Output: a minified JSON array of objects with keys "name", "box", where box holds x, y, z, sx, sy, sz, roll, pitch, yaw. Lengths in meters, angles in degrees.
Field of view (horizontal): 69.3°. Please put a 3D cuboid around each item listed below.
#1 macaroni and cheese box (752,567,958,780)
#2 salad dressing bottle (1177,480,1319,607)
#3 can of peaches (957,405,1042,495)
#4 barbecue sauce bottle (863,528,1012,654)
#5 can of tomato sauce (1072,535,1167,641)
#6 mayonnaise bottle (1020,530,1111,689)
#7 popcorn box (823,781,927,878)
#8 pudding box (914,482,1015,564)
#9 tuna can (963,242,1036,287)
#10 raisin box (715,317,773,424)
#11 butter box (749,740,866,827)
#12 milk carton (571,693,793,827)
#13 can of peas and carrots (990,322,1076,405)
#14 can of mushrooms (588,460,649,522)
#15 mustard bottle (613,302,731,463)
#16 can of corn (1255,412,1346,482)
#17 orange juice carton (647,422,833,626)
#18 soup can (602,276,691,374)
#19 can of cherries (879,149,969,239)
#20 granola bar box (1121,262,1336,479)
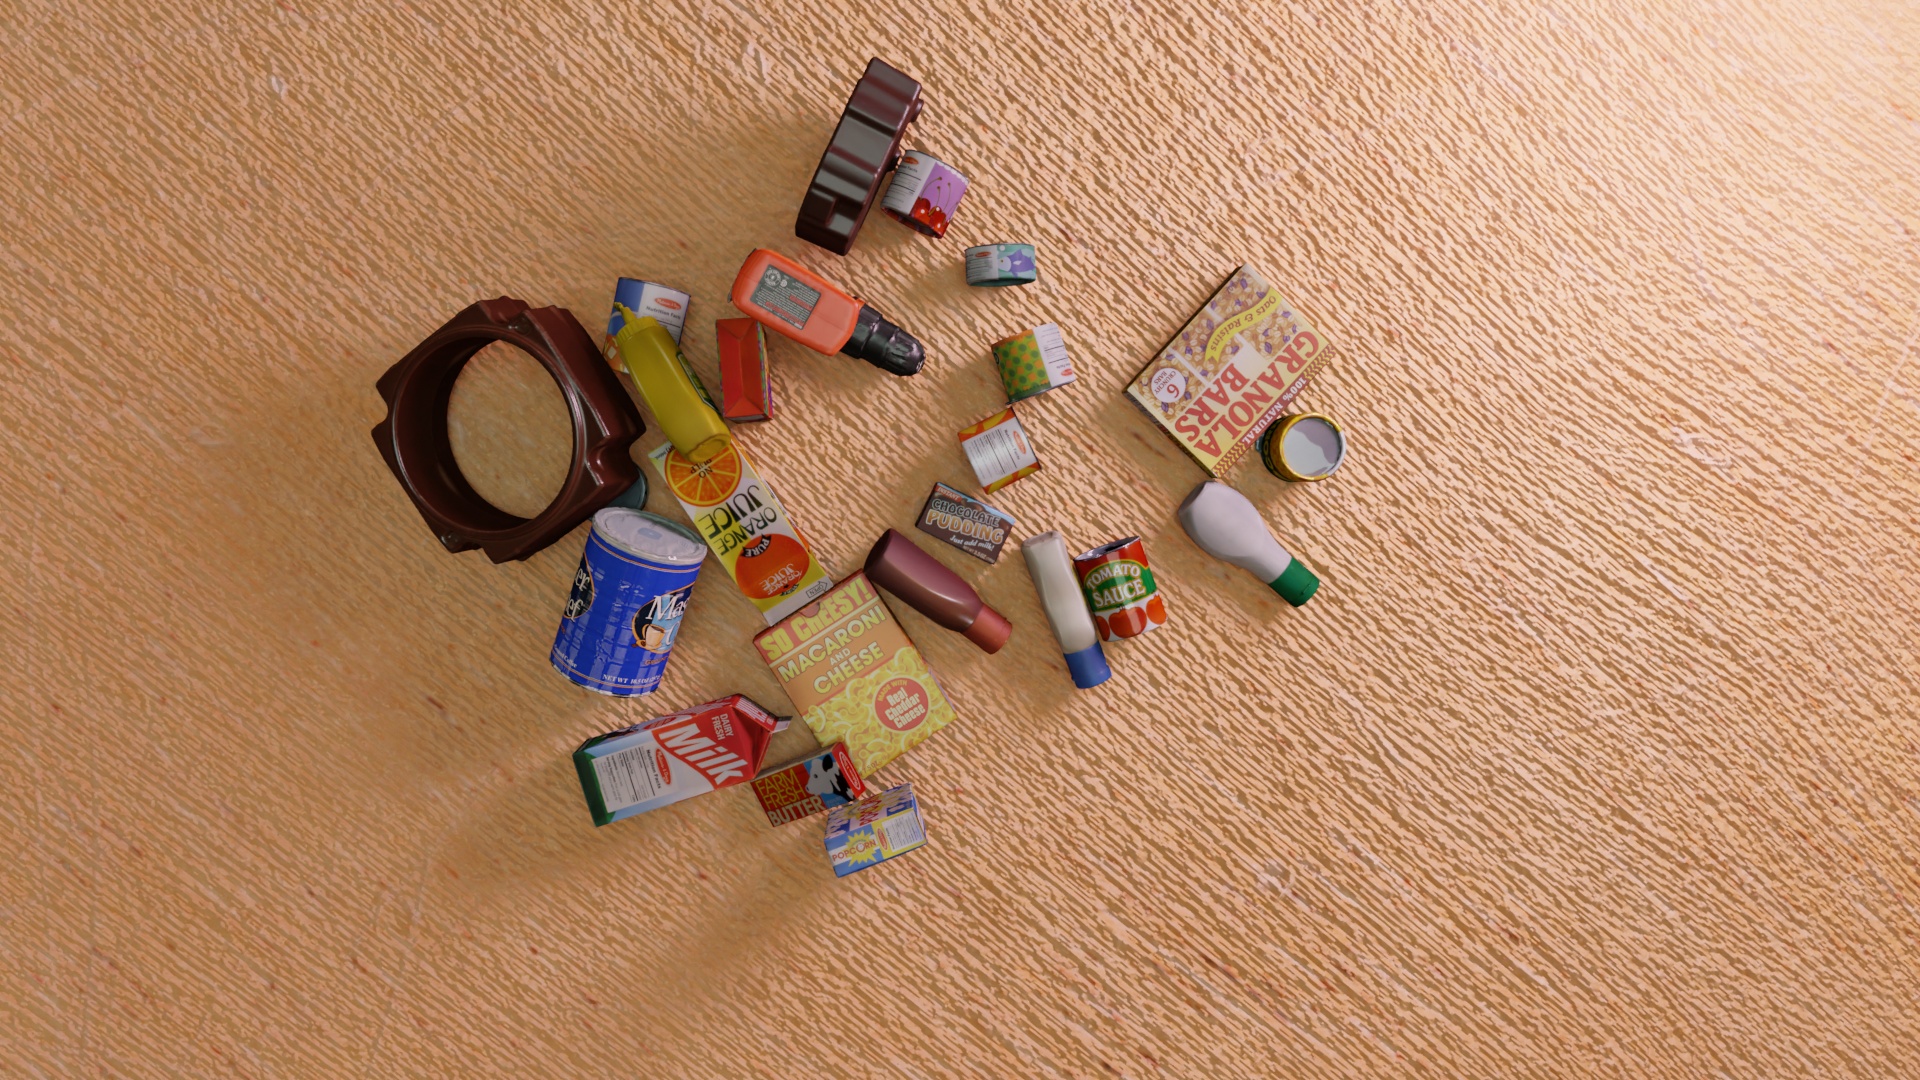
[{"name":"macaroni and cheese box","box":[-0.098,0.128,1.302,0.124,0.040,0.166,-33,94,-3]},{"name":"salad dressing bottle","box":[0.276,0.005,1.324,0.147,0.044,0.064,40,87,-6]},{"name":"can of peaches","box":[0.036,-0.083,1.291,0.058,0.071,0.071,-26,94,3]},{"name":"barbecue sauce bottle","box":[-0.019,0.051,1.297,0.148,0.065,0.043,36,116,-13]},{"name":"can of tomato sauce","box":[0.150,0.046,1.302,0.071,0.071,0.083,-20,94,-3]},{"name":"mayonnaise bottle","box":[0.100,0.066,1.306,0.041,0.065,0.148,-22,98,0]},{"name":"popcorn box","box":[-0.077,0.262,1.266,0.085,0.126,0.038,-21,91,-3]},{"name":"pudding box","box":[0.005,-0.016,1.310,0.084,0.030,0.049,26,89,-5]},{"name":"tuna can","box":[0.039,-0.255,1.287,0.071,0.071,0.033,-3,94,-4]},{"name":"raisin box","box":[-0.193,-0.149,1.244,0.040,0.123,0.086,-6,93,-4]},{"name":"butter box","box":[-0.142,0.227,1.288,0.103,0.024,0.053,-24,97,28]},{"name":"milk carton","box":[-0.248,0.195,1.279,0.191,0.072,0.073,-17,94,-2]},{"name":"can of peas and carrots","box":[0.065,-0.164,1.292,0.071,0.071,0.058,-19,93,-3]},{"name":"can of mushrooms","box":[-0.322,-0.044,1.283,0.071,0.033,0.071,0,92,-5]},{"name":"mustard bottle","box":[-0.258,-0.144,1.203,0.049,0.065,0.160,-32,83,2]},{"name":"can of corn","box":[0.322,-0.088,1.315,0.071,0.058,0.071,0,92,-4]},{"name":"orange juice carton","box":[-0.199,-0.018,1.273,0.072,0.073,0.192,-34,94,-2]},{"name":"soup can","box":[-0.288,-0.191,1.266,0.071,0.071,0.083,13,92,-4]},{"name":"can of cherries","box":[-0.031,-0.317,1.279,0.071,0.071,0.058,25,91,-5]},{"name":"granola bar box","box":[0.254,-0.159,1.318,0.124,0.039,0.165,43,89,-4]}]
